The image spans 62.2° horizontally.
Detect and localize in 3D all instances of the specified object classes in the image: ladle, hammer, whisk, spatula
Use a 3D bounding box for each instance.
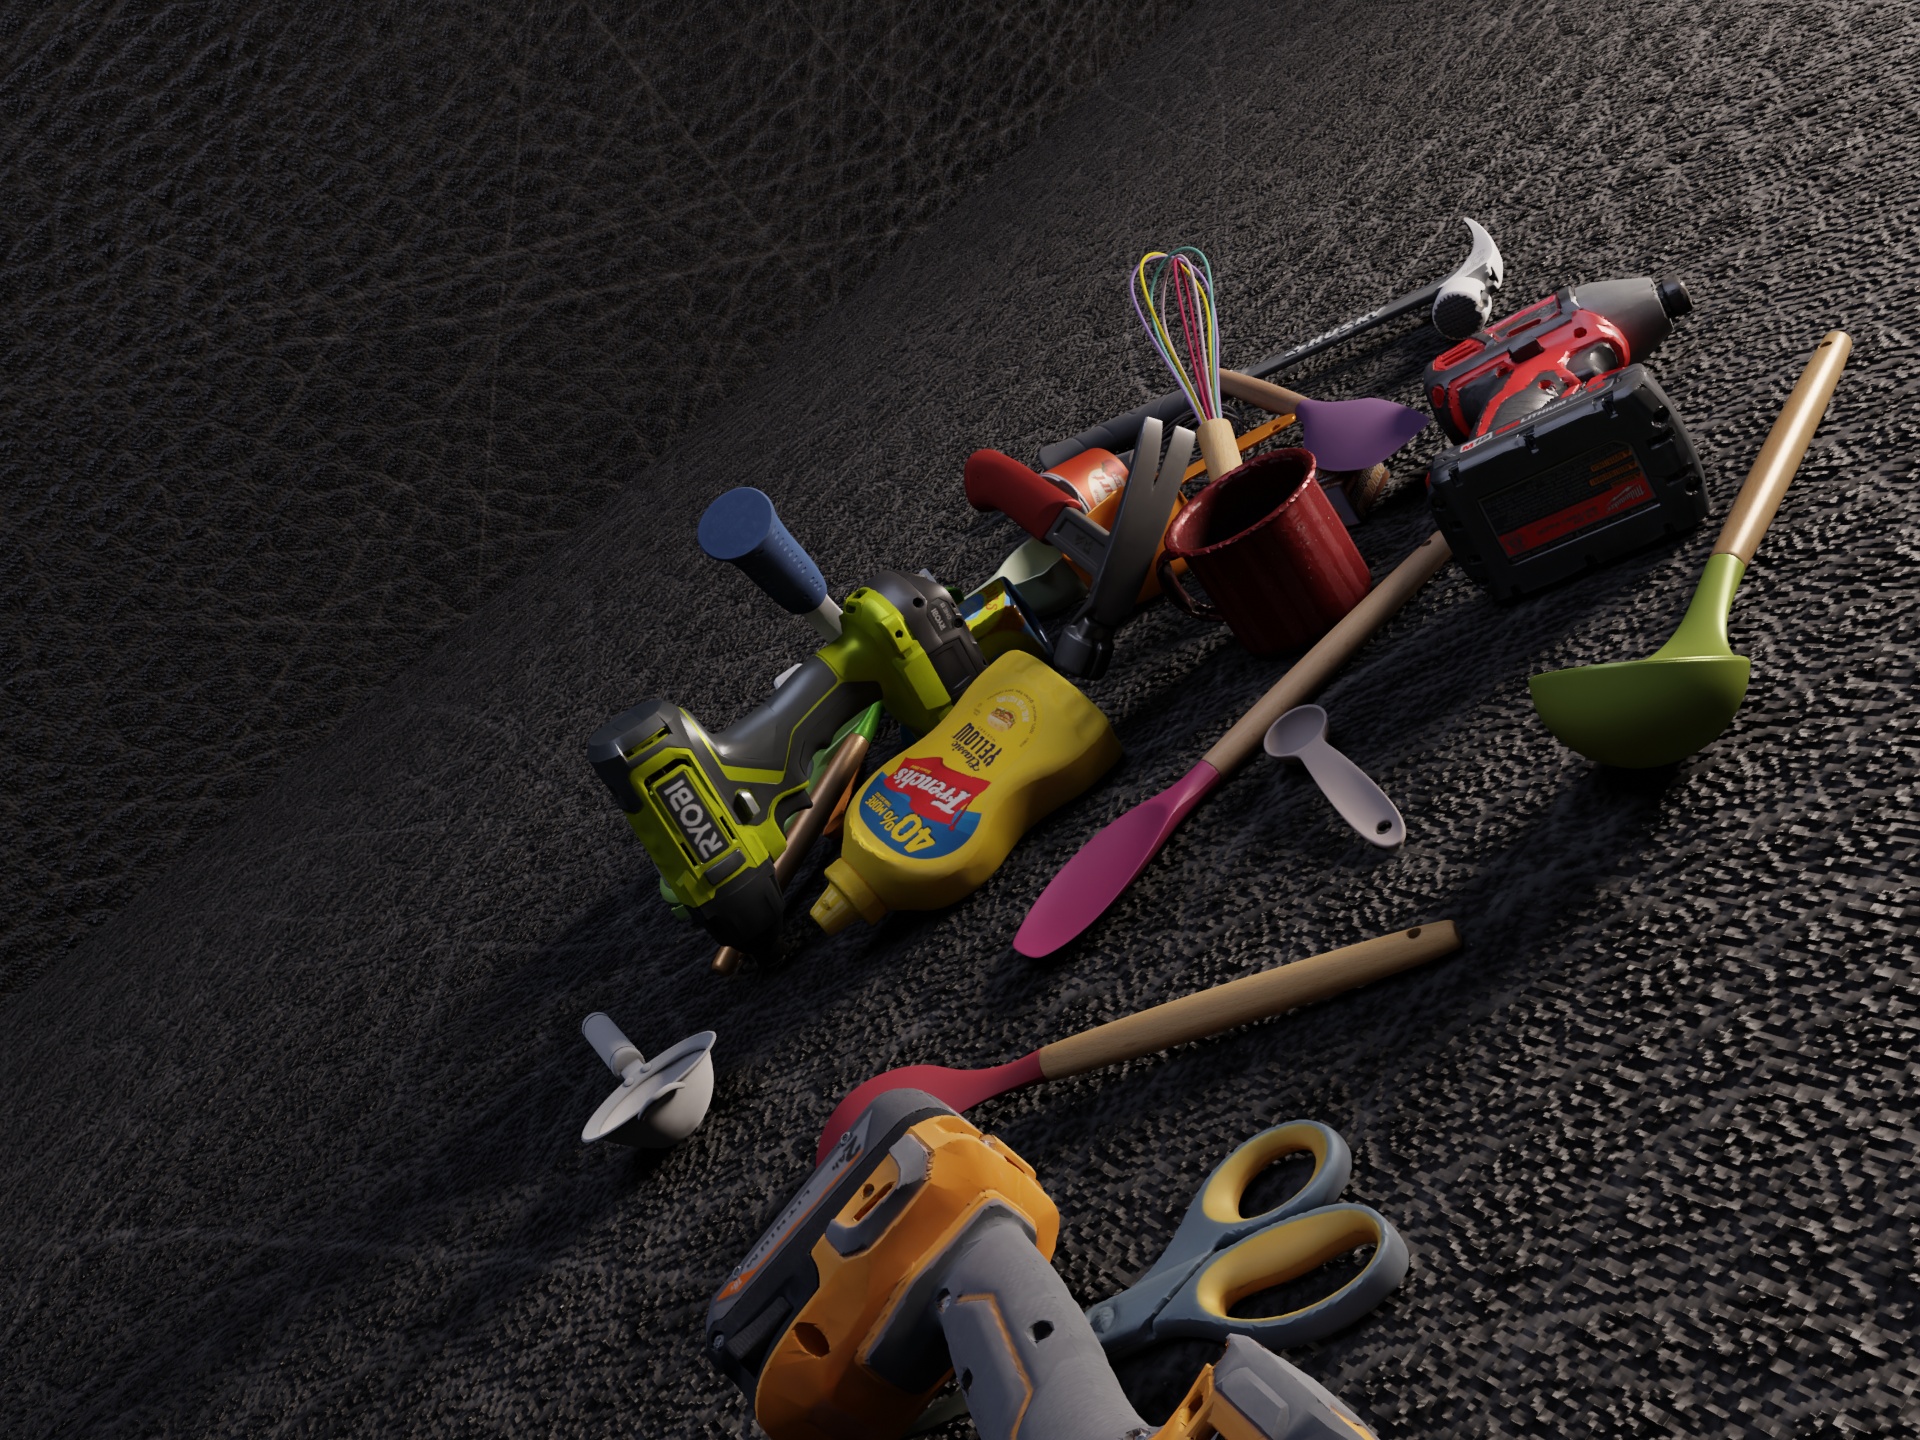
[{"bbox_3d":[0.329,-0.091,0.678,0.078,0.062,0.320,-9,33,50],"label":"ladle"},{"bbox_3d":[0.059,-0.145,1.039,0.359,0.036,0.149,-122,49,-69],"label":"hammer"},{"bbox_3d":[0.137,-0.191,1.185,0.055,0.055,0.239,-47,19,-23],"label":"whisk"},{"bbox_3d":[0.214,-0.206,1.043,0.060,0.018,0.316,-39,23,4],"label":"spatula"},{"bbox_3d":[0.220,-0.266,1.215,0.409,0.036,0.149,-18,28,40],"label":"hammer"},{"bbox_3d":[-0.090,-0.079,1.007,0.144,0.035,0.405,-35,-9,0],"label":"hammer"},{"bbox_3d":[0.157,-0.201,0.996,0.051,0.047,0.245,-23,62,24],"label":"whisk"},{"bbox_3d":[0.059,0.140,0.670,0.315,0.031,0.069,-24,25,25],"label":"ladle"}]

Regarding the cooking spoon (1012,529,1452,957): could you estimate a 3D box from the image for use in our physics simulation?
[{"bbox_3d":[0.145,0.009,0.806,0.319,0.017,0.069,-43,16,-13],"label":"cooking spoon"}]

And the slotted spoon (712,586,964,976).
[{"bbox_3d":[-0.078,0.031,1.033,0.031,0.070,0.314,21,60,15],"label":"slotted spoon"}]

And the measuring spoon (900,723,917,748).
[{"bbox_3d":[-0.002,-0.003,1.044,0.042,0.021,0.129,-49,23,-26],"label":"measuring spoon"}]

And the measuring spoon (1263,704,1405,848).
[{"bbox_3d":[0.176,0.029,0.732,0.034,0.018,0.124,-38,28,7],"label":"measuring spoon"}]

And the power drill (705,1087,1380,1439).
[{"bbox_3d":[0.003,0.234,0.483,0.185,0.084,0.226,-50,33,-9],"label":"power drill"}]

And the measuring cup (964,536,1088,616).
[{"bbox_3d":[0.030,-0.082,1.137,0.167,0.038,0.083,-33,22,15],"label":"measuring cup"}]

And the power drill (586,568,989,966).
[{"bbox_3d":[-0.085,0.026,0.945,0.223,0.171,0.080,-35,20,-17],"label":"power drill"}]

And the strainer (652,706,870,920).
[{"bbox_3d":[-0.130,0.020,1.118,0.256,0.069,0.152,-41,20,-2],"label":"strainer"}]

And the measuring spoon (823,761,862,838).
[{"bbox_3d":[-0.075,0.049,1.075,0.021,0.011,0.117,-38,17,20],"label":"measuring spoon"}]

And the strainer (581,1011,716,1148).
[{"bbox_3d":[-0.185,0.198,0.905,0.087,0.050,0.258,-38,15,-17],"label":"strainer"}]

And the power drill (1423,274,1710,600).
[{"bbox_3d":[0.312,-0.161,0.820,0.143,0.078,0.220,-24,23,29],"label":"power drill"}]

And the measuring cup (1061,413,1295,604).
[{"bbox_3d":[0.151,-0.135,1.033,0.173,0.052,0.095,-29,24,19],"label":"measuring cup"}]
